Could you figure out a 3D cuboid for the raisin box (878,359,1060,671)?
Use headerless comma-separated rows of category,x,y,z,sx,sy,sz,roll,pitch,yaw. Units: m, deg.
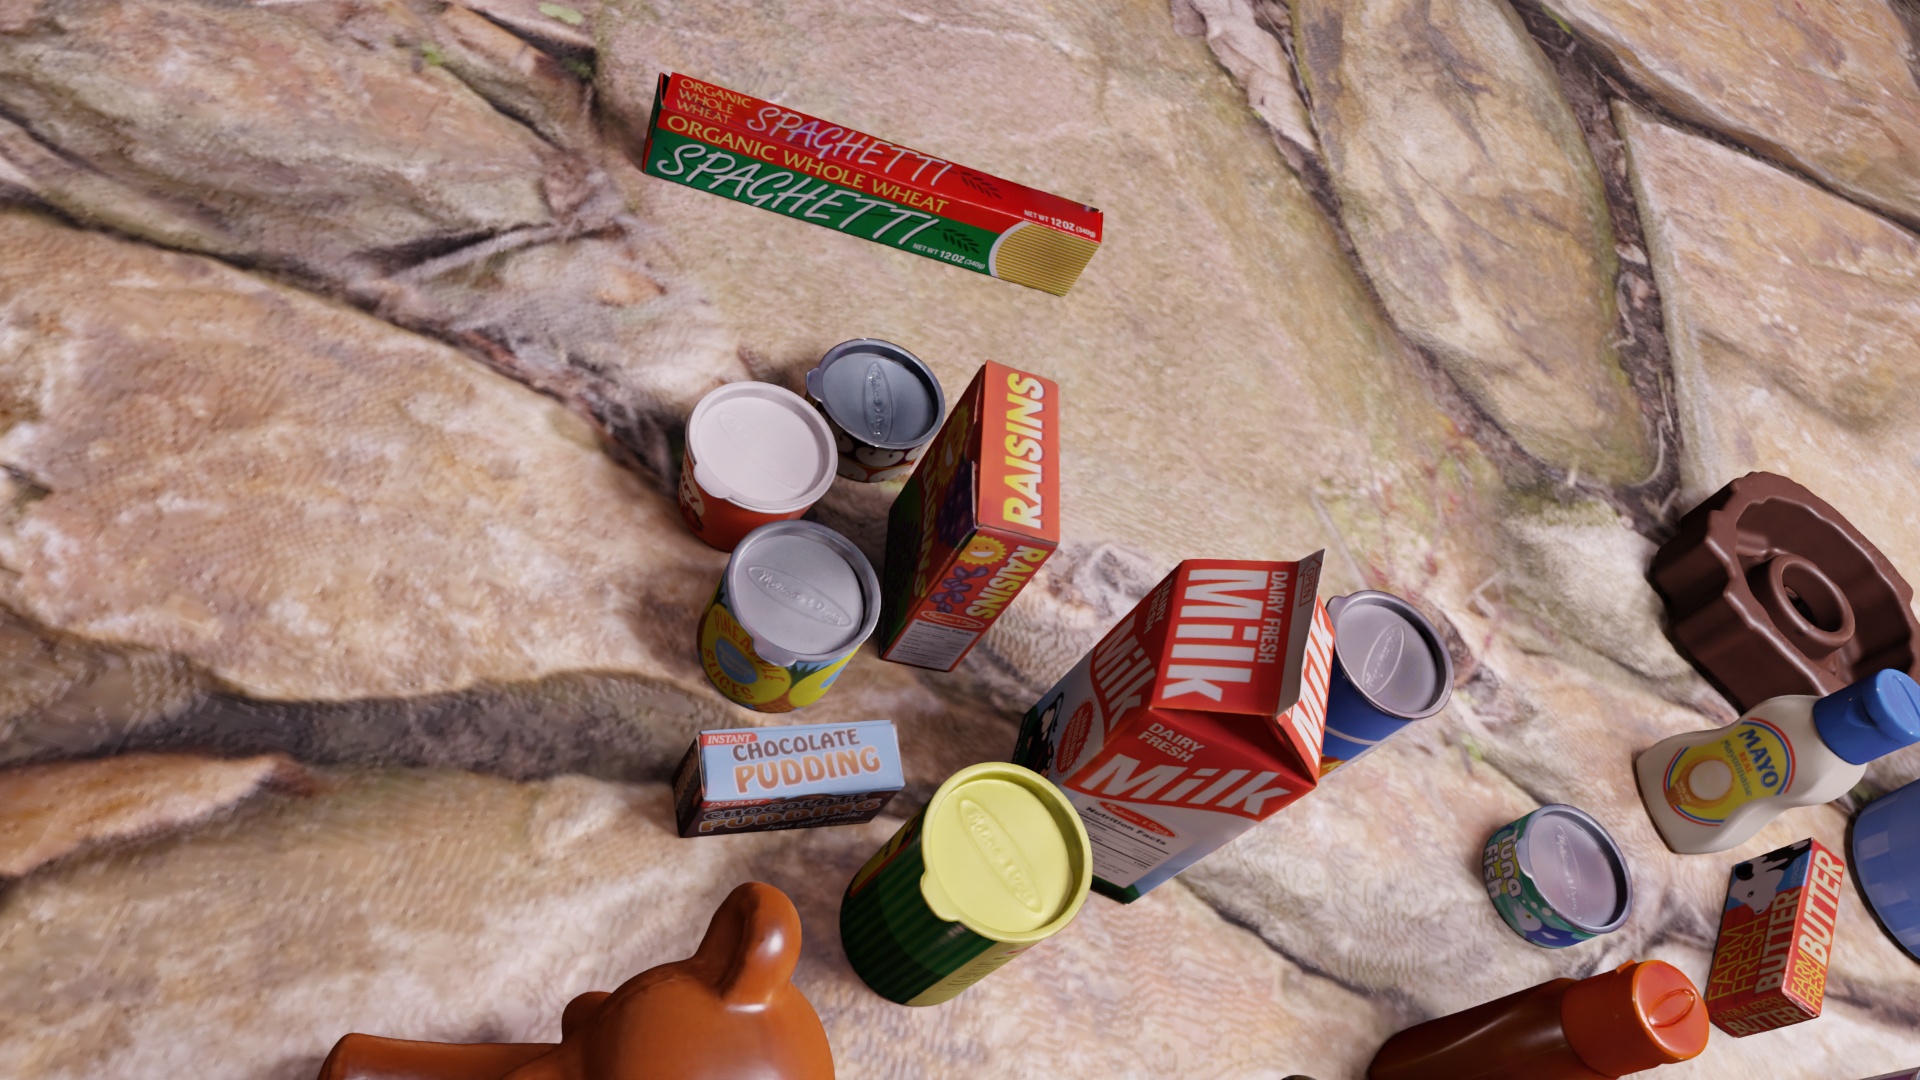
raisin box,0.002,-0.008,0.614,0.040,0.122,0.086,15,55,-17

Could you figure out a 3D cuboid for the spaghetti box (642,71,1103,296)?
spaghetti box,-0.045,-0.189,0.753,0.250,0.050,0.029,13,56,-17

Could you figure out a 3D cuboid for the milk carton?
milk carton,0.088,0.075,0.559,0.073,0.189,0.073,26,53,-8

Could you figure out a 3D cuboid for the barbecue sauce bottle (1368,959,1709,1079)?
barbecue sauce bottle,0.235,0.208,0.571,0.065,0.147,0.044,-12,66,-31

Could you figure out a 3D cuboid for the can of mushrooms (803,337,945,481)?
can of mushrooms,-0.046,-0.064,0.684,0.071,0.033,0.071,12,56,-18

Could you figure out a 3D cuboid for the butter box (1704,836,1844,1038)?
butter box,0.422,0.206,0.720,0.024,0.053,0.104,39,52,2

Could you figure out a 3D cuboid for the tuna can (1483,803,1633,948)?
tuna can,0.298,0.169,0.698,0.071,0.032,0.071,12,56,-18

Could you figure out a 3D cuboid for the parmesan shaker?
parmesan shaker,-0.004,0.136,0.533,0.071,0.102,0.071,12,56,-18

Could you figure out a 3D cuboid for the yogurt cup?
yogurt cup,-0.095,-0.030,0.626,0.072,0.053,0.073,12,56,-18

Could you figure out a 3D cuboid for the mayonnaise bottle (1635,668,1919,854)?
mayonnaise bottle,0.424,0.112,0.720,0.041,0.147,0.065,2,60,-24

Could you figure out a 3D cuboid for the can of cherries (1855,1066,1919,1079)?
can of cherries,0.468,0.298,0.680,0.071,0.058,0.072,12,56,-18

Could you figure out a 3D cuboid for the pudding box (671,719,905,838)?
pudding box,-0.069,0.096,0.561,0.084,0.049,0.030,1,60,-25

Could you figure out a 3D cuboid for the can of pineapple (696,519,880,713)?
can of pineapple,-0.076,0.034,0.592,0.071,0.057,0.071,12,56,-18

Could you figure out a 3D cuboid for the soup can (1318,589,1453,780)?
soup can,0.184,0.070,0.674,0.071,0.083,0.071,12,56,-18
